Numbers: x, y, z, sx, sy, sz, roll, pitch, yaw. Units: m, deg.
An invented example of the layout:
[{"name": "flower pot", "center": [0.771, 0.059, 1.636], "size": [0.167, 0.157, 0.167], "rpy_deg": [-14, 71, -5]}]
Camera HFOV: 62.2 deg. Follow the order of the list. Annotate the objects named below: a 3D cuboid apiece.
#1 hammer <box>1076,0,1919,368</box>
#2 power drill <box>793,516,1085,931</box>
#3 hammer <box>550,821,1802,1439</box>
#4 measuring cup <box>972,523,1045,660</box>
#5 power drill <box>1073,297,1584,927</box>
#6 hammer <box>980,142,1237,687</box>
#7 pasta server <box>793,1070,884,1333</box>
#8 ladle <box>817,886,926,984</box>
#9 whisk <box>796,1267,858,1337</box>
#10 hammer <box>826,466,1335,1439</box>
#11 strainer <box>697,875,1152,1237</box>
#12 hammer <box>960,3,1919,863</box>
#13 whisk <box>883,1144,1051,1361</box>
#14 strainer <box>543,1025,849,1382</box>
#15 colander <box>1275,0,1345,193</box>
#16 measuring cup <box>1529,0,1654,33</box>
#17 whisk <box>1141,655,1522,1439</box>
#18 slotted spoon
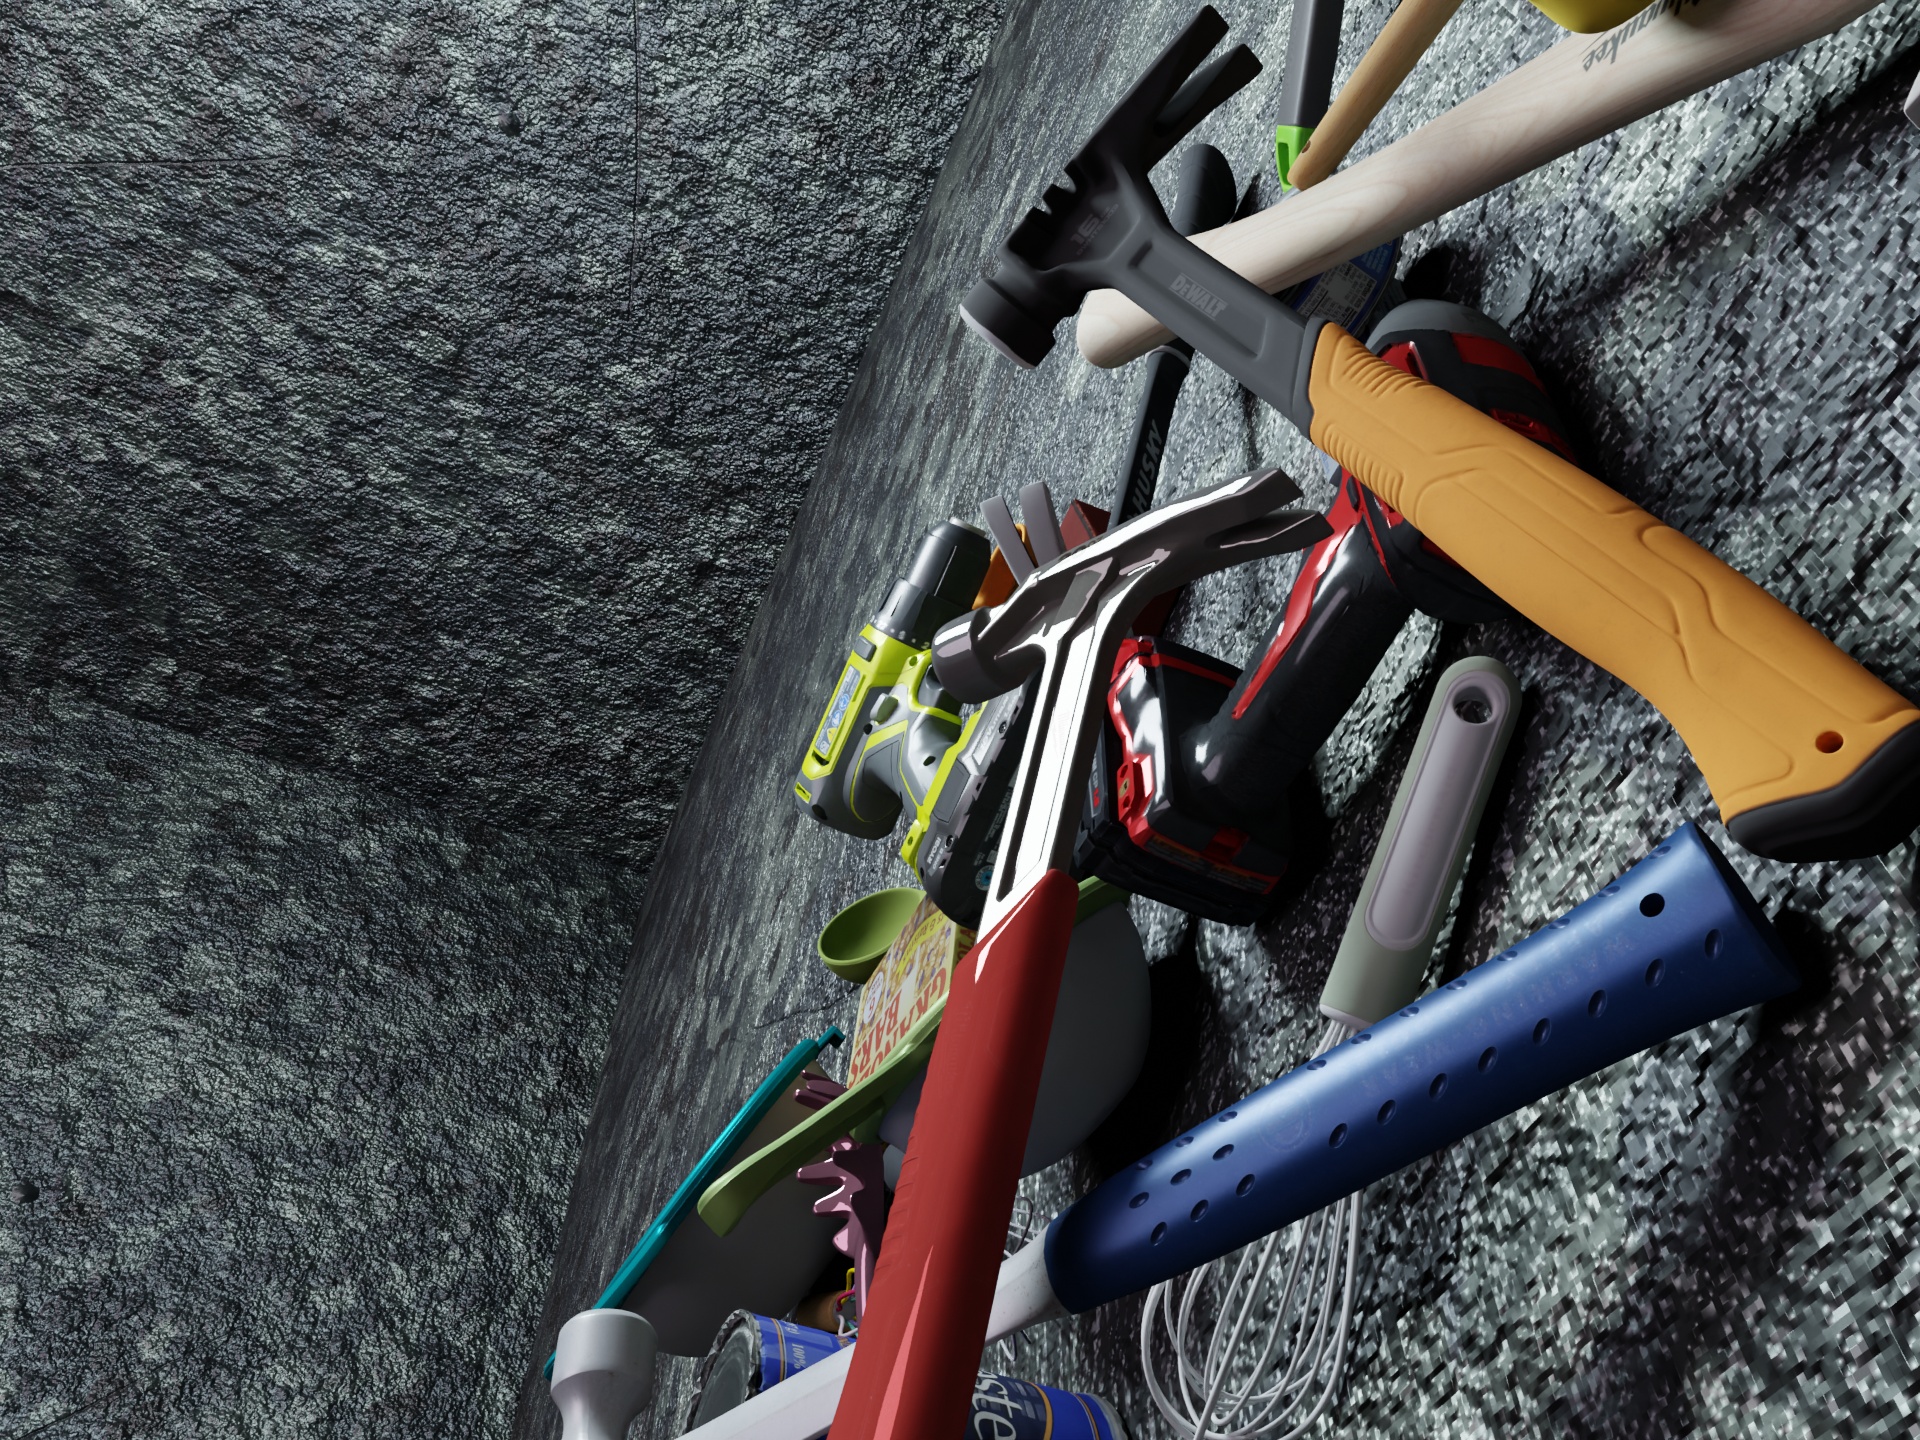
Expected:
[{"name": "hammer", "center": [0.148, -0.170, 0.510], "size": [0.411, 0.038, 0.146], "rpy_deg": [-7, 57, 64]}, {"name": "power drill", "center": [-0.001, -0.003, 0.855], "size": [0.190, 0.080, 0.229], "rpy_deg": [-65, 30, 7]}, {"name": "hammer", "center": [0.020, 0.153, 0.417], "size": [0.405, 0.035, 0.144], "rpy_deg": [-37, 33, 24]}, {"name": "measuring cup", "center": [0.028, -0.029, 0.957], "size": [0.095, 0.052, 0.174], "rpy_deg": [173, 116, -75]}, {"name": "power drill", "center": [0.122, -0.042, 0.558], "size": [0.219, 0.078, 0.143], "rpy_deg": [-56, 20, 38]}, {"name": "hammer", "center": [0.096, -0.169, 0.784], "size": [0.036, 0.149, 0.409], "rpy_deg": [-15, 41, 32]}, {"name": "pasta server", "center": [-0.042, 0.300, 0.698], "size": [0.060, 0.040, 0.317], "rpy_deg": [109, 159, -45]}, {"name": "ladle", "center": [0.000, 0.052, 0.961], "size": [0.320, 0.062, 0.078], "rpy_deg": [-58, 2, 35]}, {"name": "whisk", "center": [-0.058, 0.314, 0.857], "size": [0.245, 0.047, 0.051], "rpy_deg": [129, 155, -64]}, {"name": "hammer", "center": [0.015, 0.086, 0.427], "size": [0.149, 0.036, 0.359], "rpy_deg": [-22, 40, 41]}, {"name": "strainer", "center": [0.005, 0.144, 0.590], "size": [0.151, 0.069, 0.256], "rpy_deg": [-54, -17, 28]}, {"name": "hammer", "center": [0.117, -0.086, 0.426], "size": [0.127, 0.034, 0.337], "rpy_deg": [-49, 46, 13]}, {"name": "whisk", "center": [-0.008, 0.233, 0.747], "size": [0.284, 0.070, 0.070], "rpy_deg": [153, 134, -79]}, {"name": "strainer", "center": [-0.130, 0.307, 0.895], "size": [0.211, 0.095, 0.340], "rpy_deg": [-54, -4, 8]}, {"name": "colander", "center": [0.219, -0.446, 0.740], "size": [0.205, 0.094, 0.397], "rpy_deg": [-106, 19, -68]}, {"name": "measuring cup", "center": [0.175, -0.225, 0.448], "size": [0.062, 0.029, 0.157], "rpy_deg": [-50, 13, 24]}, {"name": "whisk", "center": [0.113, 0.095, 0.463], "size": [0.246, 0.058, 0.059], "rpy_deg": [-68, -18, -6]}, {"name": "slotted spoon", "center": [0.217, -0.324, 0.561], "size": [0.313, 0.031, 0.070], "rpy_deg": [-54, 19, 23]}]
